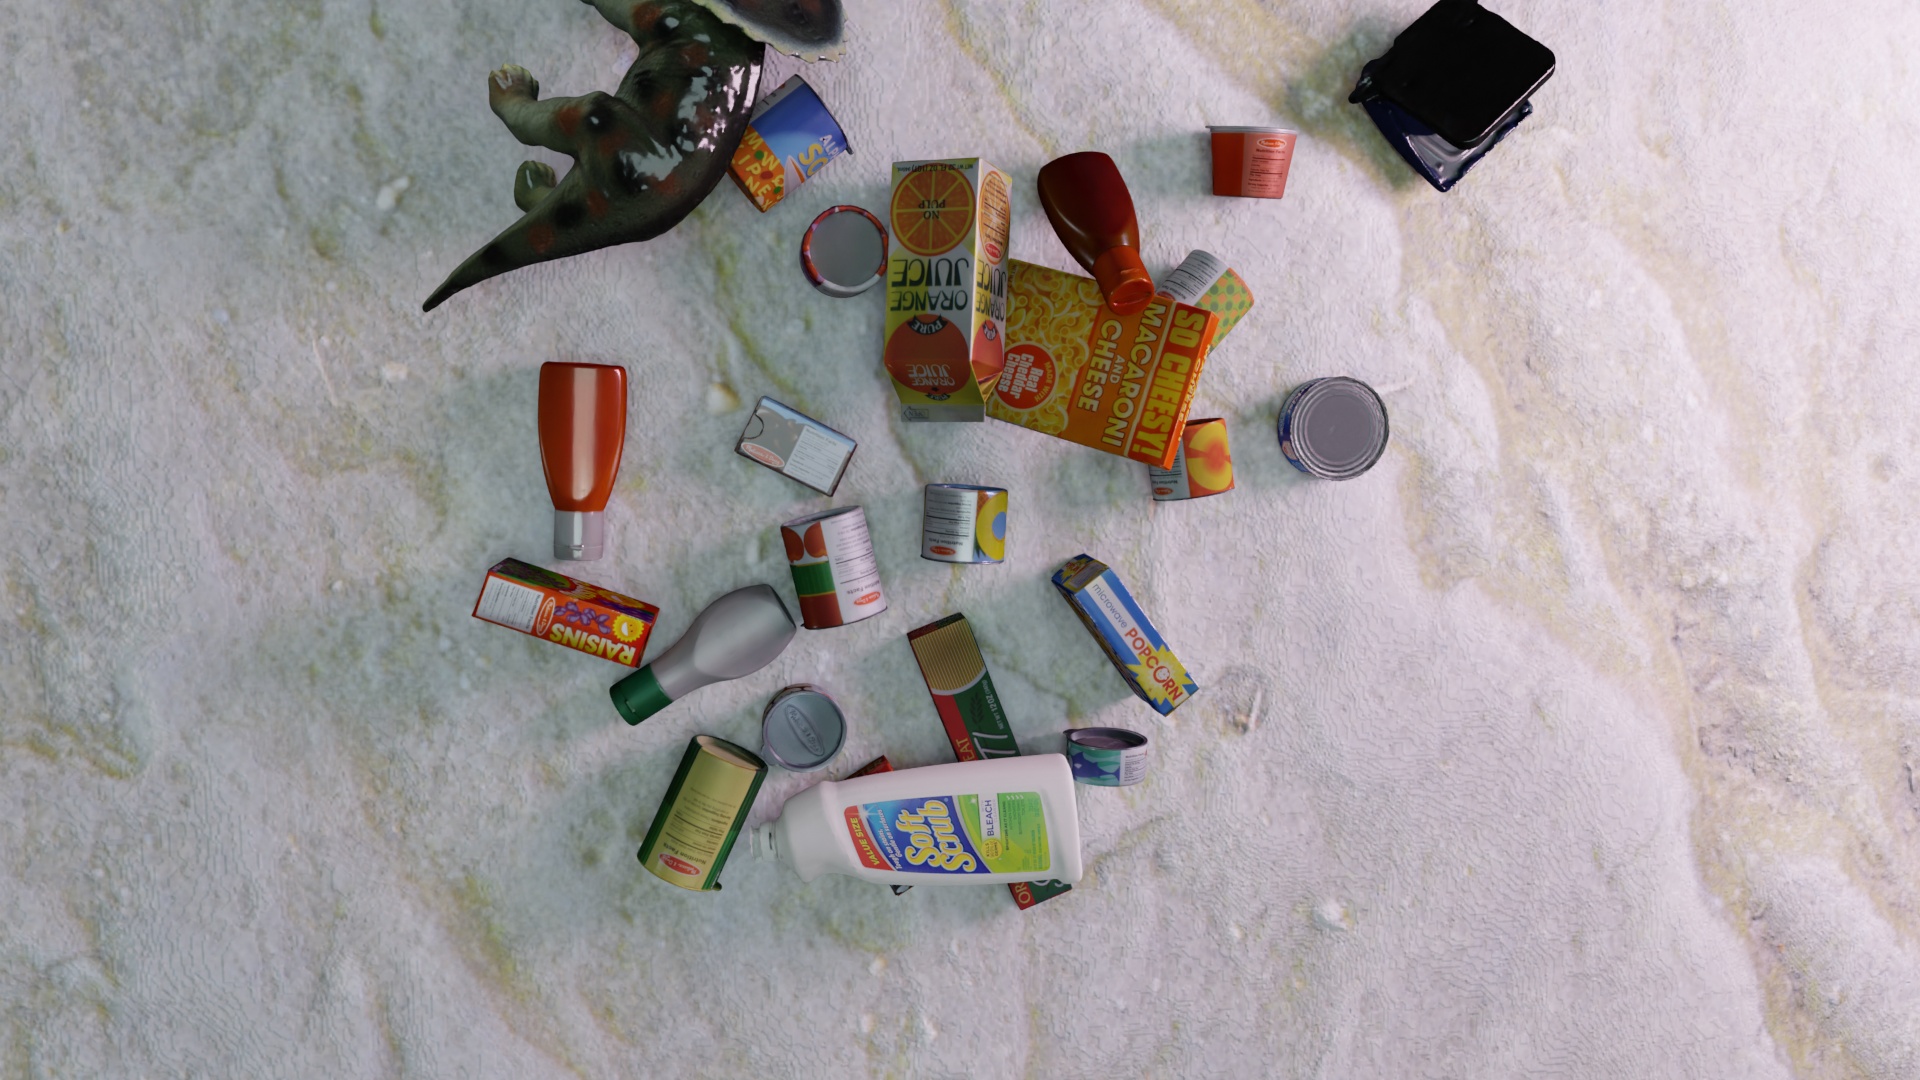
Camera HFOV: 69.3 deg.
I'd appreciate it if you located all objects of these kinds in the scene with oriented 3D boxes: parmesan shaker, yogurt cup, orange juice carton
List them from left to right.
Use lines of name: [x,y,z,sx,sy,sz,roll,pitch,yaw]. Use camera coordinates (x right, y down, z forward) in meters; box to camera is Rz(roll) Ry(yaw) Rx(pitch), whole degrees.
parmesan shaker: [-0.197,0.212,1.081,0.071,0.071,0.103,25,91,-10]
orange juice carton: [-0.009,-0.185,1.046,0.072,0.073,0.192,3,91,22]
yogurt cup: [0.229,-0.298,1.096,0.072,0.072,0.053,1,104,-9]

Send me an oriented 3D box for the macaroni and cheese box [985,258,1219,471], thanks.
macaroni and cheese box: [0.100,-0.136,1.067,0.166,0.040,0.123,19,94,19]

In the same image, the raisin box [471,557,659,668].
raisin box: [-0.292,0.054,1.040,0.123,0.086,0.040,19,91,-10]

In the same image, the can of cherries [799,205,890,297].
can of cherries: [-0.089,-0.222,1.056,0.071,0.058,0.071,-1,97,-9]

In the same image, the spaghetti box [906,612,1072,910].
spaghetti box: [0.025,0.182,1.131,0.050,0.029,0.249,-22,98,-5]

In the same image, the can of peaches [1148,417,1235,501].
can of peaches: [0.184,-0.066,1.112,0.071,0.071,0.058,-11,97,-7]

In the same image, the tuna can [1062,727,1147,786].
tuna can: [0.116,0.175,1.127,0.071,0.071,0.032,1,97,-9]

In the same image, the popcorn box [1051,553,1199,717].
popcorn box: [0.129,0.073,1.107,0.038,0.085,0.126,-38,100,-4]

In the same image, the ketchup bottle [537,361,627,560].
ketchup bottle: [-0.287,-0.060,1.050,0.065,0.043,0.148,3,96,-8]

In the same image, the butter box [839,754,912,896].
butter box: [-0.056,0.231,1.125,0.053,0.024,0.103,-31,99,-3]

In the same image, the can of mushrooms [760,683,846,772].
can of mushrooms: [-0.126,0.149,1.102,0.071,0.033,0.071,-1,97,-9]

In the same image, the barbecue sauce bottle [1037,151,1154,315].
barbecue sauce bottle: [0.106,-0.232,1.048,0.065,0.043,0.149,-14,53,-5]

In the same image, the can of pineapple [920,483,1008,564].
can of pineapple: [0.004,-0.014,1.090,0.071,0.071,0.057,3,96,-9]

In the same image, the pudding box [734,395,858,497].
pudding box: [-0.128,-0.074,1.080,0.084,0.030,0.049,26,93,-10]

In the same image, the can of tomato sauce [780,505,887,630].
can of tomato sauce: [-0.100,0.021,1.077,0.071,0.071,0.083,-14,98,-7]

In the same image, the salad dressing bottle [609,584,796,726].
salad dressing bottle: [-0.201,0.090,1.080,0.148,0.044,0.064,-32,102,-3]

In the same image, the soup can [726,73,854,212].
soup can: [-0.134,-0.294,1.038,0.084,0.071,0.071,-39,100,-2]

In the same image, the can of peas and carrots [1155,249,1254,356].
can of peas and carrots: [0.190,-0.186,1.101,0.071,0.071,0.059,42,88,-11]
